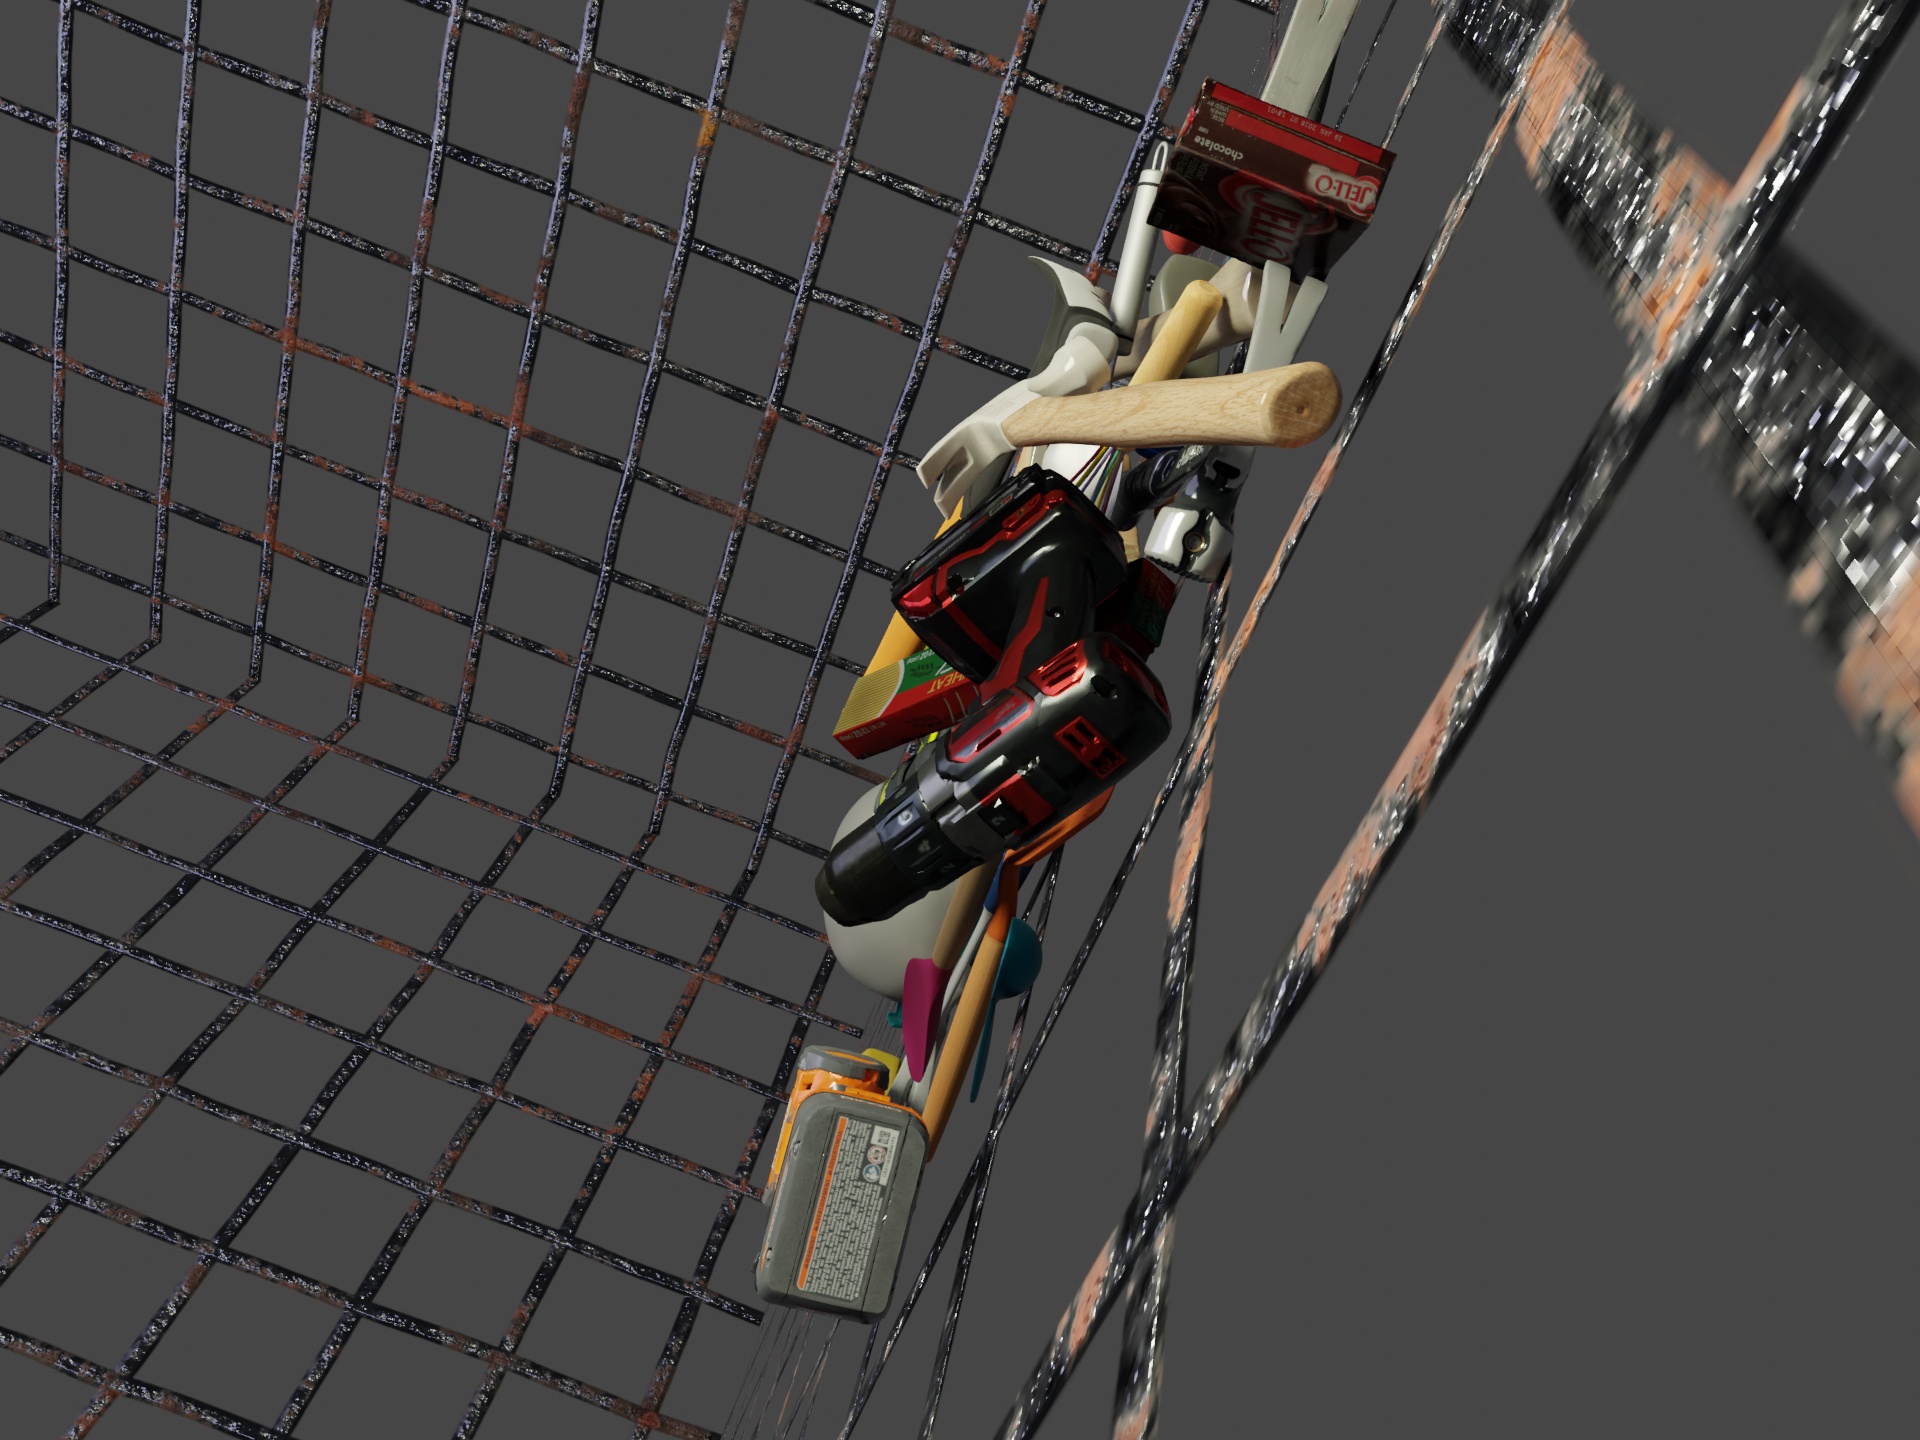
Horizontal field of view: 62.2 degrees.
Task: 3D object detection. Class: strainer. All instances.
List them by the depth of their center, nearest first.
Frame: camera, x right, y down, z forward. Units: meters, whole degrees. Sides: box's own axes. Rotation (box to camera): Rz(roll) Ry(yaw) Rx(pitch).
[{"bbox_3d":[0.090,-0.218,0.954,0.087,0.050,0.258,-150,73,-74],"label":"strainer"},{"bbox_3d":[-0.037,0.111,1.228,0.340,0.095,0.211,132,140,-61],"label":"strainer"}]

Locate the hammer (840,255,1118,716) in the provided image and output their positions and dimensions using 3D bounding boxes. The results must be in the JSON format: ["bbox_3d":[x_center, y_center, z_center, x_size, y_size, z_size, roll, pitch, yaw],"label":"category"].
[{"bbox_3d":[0.000,-0.126,1.008,0.336,0.034,0.127,-61,23,29],"label":"hammer"}]

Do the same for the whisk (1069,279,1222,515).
[{"bbox_3d":[0.082,-0.142,0.900,0.051,0.047,0.244,-87,22,-49],"label":"whisk"}]

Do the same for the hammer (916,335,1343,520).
[{"bbox_3d":[0.069,-0.136,0.719,0.130,0.031,0.331,-37,18,-9],"label":"hammer"}]

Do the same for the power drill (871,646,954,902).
[{"bbox_3d":[-0.002,-0.003,1.076,0.190,0.080,0.229,118,173,-61],"label":"power drill"}]

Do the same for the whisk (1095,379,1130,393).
[{"bbox_3d":[0.136,-0.252,1.256,0.285,0.070,0.070,-149,81,-76],"label":"whisk"}]

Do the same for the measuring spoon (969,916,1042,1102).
[{"bbox_3d":[0.024,0.157,0.832,0.042,0.021,0.128,-71,-7,-55],"label":"measuring spoon"}]

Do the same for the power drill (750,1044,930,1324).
[{"bbox_3d":[-0.082,0.294,0.977,0.226,0.084,0.164,148,136,-80],"label":"power drill"}]

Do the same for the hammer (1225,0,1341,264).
[{"bbox_3d":[0.237,-0.430,1.061,0.128,0.033,0.331,116,175,-70],"label":"hammer"}]

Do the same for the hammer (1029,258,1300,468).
[{"bbox_3d":[0.116,-0.228,1.008,0.411,0.038,0.146,-148,69,-77],"label":"hammer"}]

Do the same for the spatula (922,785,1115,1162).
[{"bbox_3d":[0.024,0.140,0.889,0.081,0.041,0.322,-67,-5,-58],"label":"spatula"}]

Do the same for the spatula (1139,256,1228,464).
[{"bbox_3d":[0.192,-0.303,1.256,0.060,0.018,0.315,-105,34,-68],"label":"spatula"}]

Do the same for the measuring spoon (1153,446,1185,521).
[{"bbox_3d":[0.149,-0.178,1.091,0.021,0.011,0.117,113,178,-57],"label":"measuring spoon"}]

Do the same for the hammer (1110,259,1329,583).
[{"bbox_3d":[0.121,-0.146,0.897,0.409,0.036,0.149,-111,44,-86],"label":"hammer"}]

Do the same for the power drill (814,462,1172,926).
[{"bbox_3d":[0.010,-0.011,0.778,0.188,0.080,0.227,-38,26,22],"label":"power drill"}]

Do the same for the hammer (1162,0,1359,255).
[{"bbox_3d":[0.173,-0.356,1.008,0.359,0.036,0.149,-88,20,-81],"label":"hammer"}]

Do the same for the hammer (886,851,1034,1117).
[{"bbox_3d":[0.020,0.123,1.009,0.405,0.035,0.144,112,180,-49],"label":"hammer"}]

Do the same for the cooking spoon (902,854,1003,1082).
[{"bbox_3d":[-0.004,0.124,0.907,0.318,0.017,0.069,108,156,-53],"label":"cooking spoon"}]
